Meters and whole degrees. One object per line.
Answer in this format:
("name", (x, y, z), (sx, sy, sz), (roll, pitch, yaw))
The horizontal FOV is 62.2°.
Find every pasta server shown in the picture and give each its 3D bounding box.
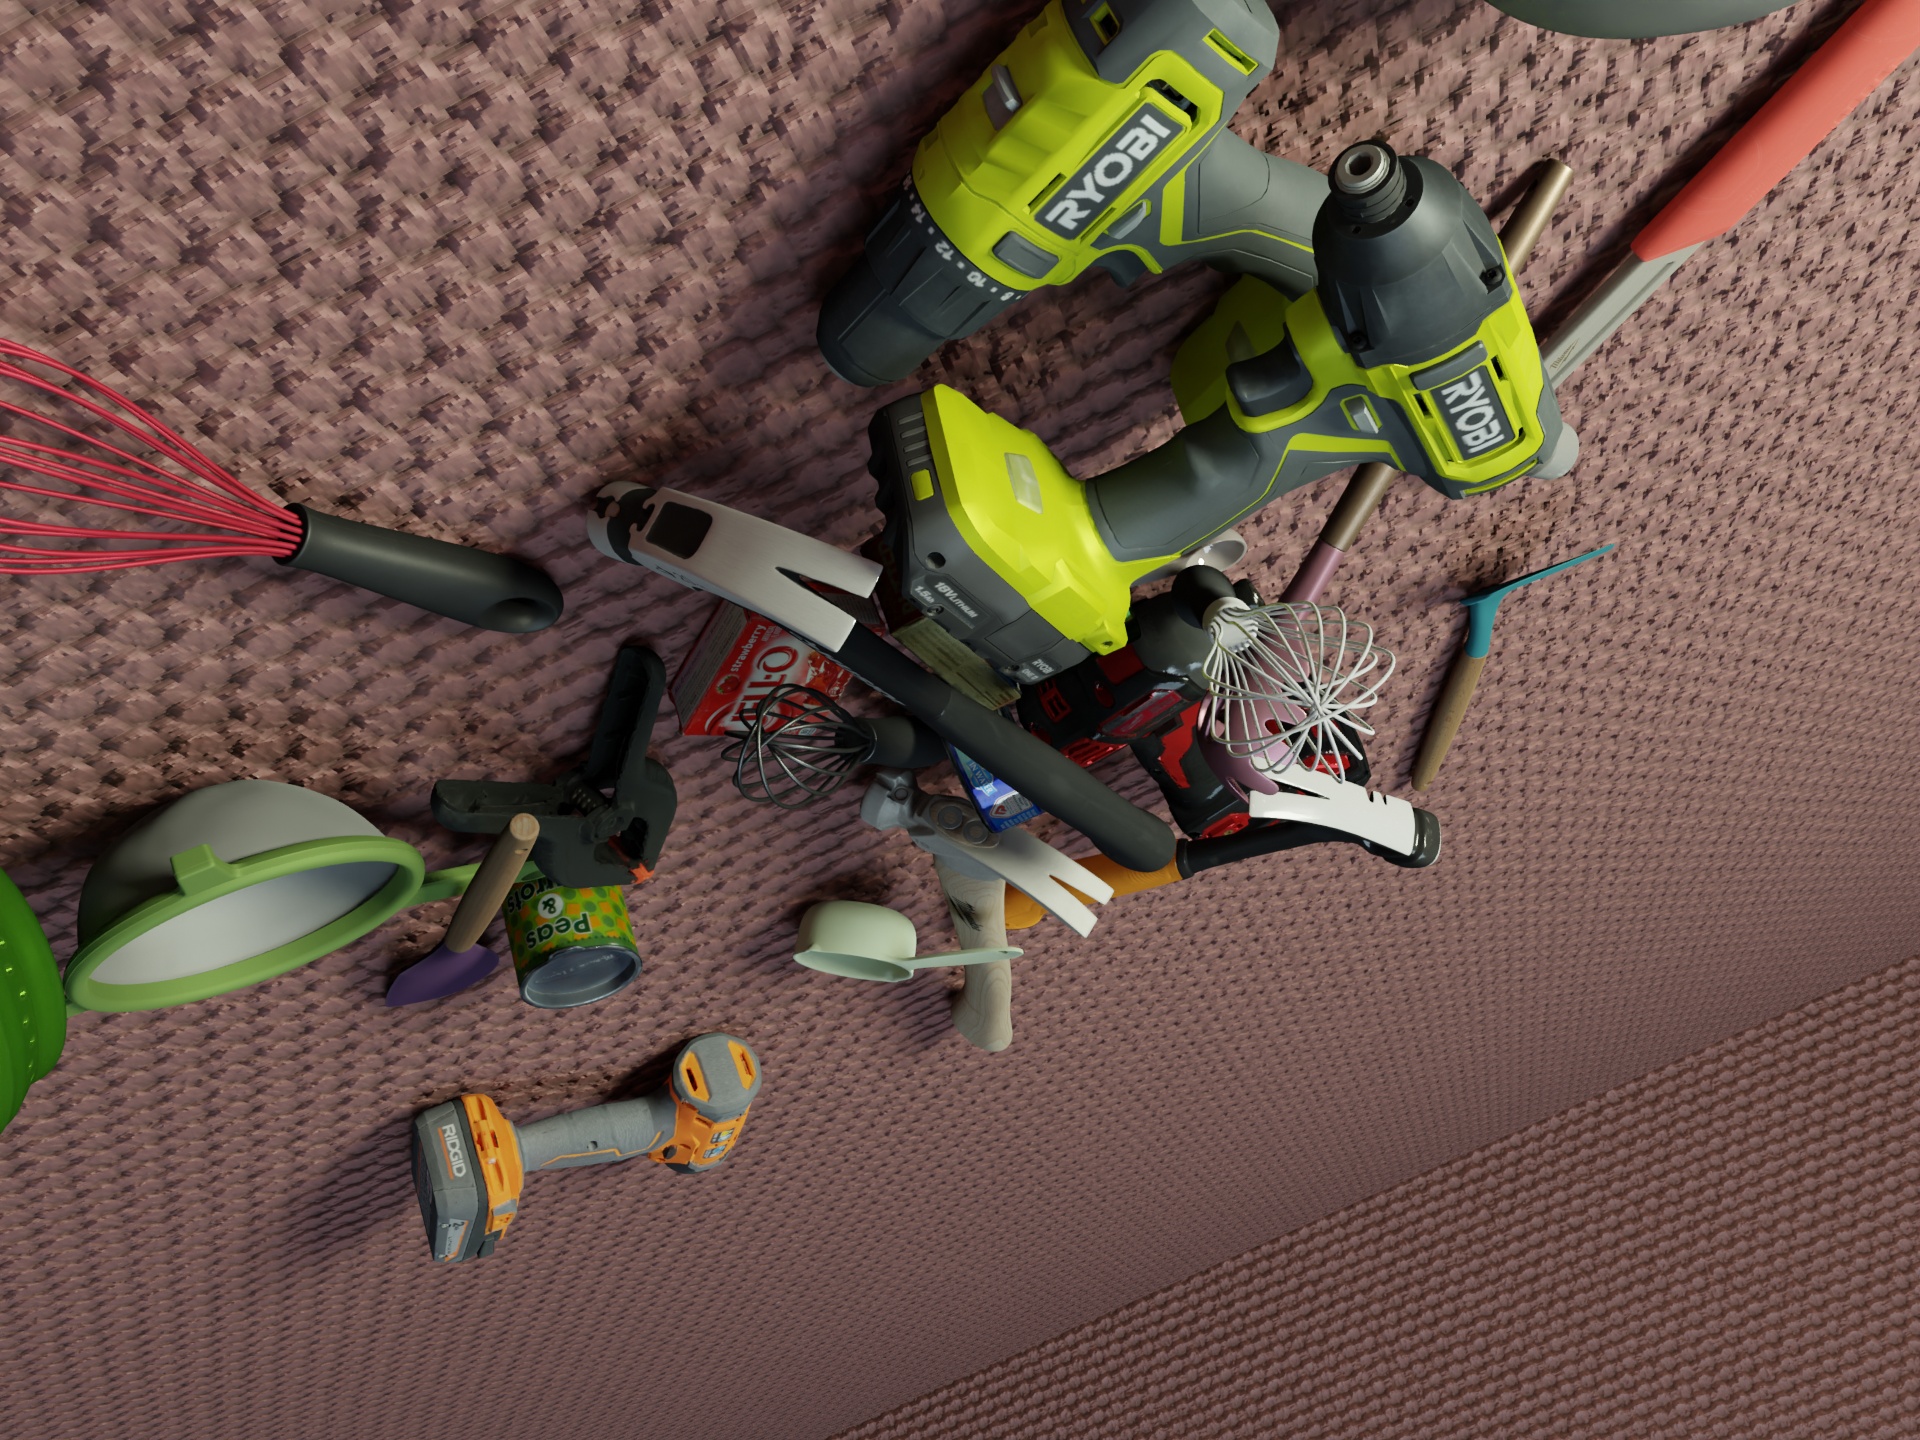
("pasta server", (0.190, -0.101, 0.726), (0.040, 0.060, 0.316), (19, 111, -25))

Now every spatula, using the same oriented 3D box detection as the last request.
("spatula", (-0.247, 0.103, 0.803), (0.059, 0.018, 0.316), (-10, 162, -29))
("spatula", (0.331, -0.023, 1.027), (0.082, 0.044, 0.317), (-22, 151, -9))

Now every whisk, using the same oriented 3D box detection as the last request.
("whisk", (-0.253, -0.070, 0.556), (0.073, 0.073, 0.295), (-37, 154, 22))
("whisk", (-0.049, 0.013, 0.771), (0.055, 0.055, 0.239), (-33, 169, 16))
("whisk", (0.119, -0.034, 0.676), (0.070, 0.070, 0.285), (-26, -167, 5))

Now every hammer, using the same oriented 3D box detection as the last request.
("hammer", (-0.001, -0.002, 0.696), (0.334, 0.146, 0.035), (34, 81, -43))
("hammer", (0.023, 0.154, 1.040), (0.038, 0.146, 0.410), (-55, 163, -21))
("hammer", (0.110, 0.084, 0.936), (0.127, 0.034, 0.337), (18, 157, -30))
("hammer", (0.336, -0.241, 0.694), (0.149, 0.037, 0.359), (3, 141, -37))

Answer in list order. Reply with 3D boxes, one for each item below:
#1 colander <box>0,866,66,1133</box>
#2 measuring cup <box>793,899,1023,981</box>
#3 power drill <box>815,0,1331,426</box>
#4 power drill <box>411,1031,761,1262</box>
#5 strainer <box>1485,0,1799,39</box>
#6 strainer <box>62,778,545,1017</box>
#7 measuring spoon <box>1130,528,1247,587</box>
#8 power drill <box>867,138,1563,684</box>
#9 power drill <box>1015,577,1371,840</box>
("colander", (-0.399, 0.044, 0.582), (0.094, 0.205, 0.396), (-29, 146, -52))
("measuring cup", (-0.029, 0.131, 0.974), (0.167, 0.038, 0.083), (-10, 153, 37))
("power drill", (0.075, -0.168, 0.597), (0.228, 0.080, 0.190), (14, 138, -43))
("power drill", (-0.260, 0.301, 1.112), (0.226, 0.084, 0.164), (-11, 148, -27))
("strainer", (0.287, -0.276, 0.495), (0.340, 0.095, 0.211), (-4, 159, -25))
("strainer", (-0.291, 0.062, 0.743), (0.151, 0.069, 0.256), (-35, 166, 30))
("measuring spoon", (0.084, -0.079, 0.808), (0.124, 0.018, 0.034), (-13, 156, -4))
("power drill", (0.086, -0.105, 0.562), (0.223, 0.080, 0.171), (-24, 151, 21))
("power drill", (0.142, -0.003, 0.905), (0.143, 0.079, 0.219), (-35, 145, 20))
